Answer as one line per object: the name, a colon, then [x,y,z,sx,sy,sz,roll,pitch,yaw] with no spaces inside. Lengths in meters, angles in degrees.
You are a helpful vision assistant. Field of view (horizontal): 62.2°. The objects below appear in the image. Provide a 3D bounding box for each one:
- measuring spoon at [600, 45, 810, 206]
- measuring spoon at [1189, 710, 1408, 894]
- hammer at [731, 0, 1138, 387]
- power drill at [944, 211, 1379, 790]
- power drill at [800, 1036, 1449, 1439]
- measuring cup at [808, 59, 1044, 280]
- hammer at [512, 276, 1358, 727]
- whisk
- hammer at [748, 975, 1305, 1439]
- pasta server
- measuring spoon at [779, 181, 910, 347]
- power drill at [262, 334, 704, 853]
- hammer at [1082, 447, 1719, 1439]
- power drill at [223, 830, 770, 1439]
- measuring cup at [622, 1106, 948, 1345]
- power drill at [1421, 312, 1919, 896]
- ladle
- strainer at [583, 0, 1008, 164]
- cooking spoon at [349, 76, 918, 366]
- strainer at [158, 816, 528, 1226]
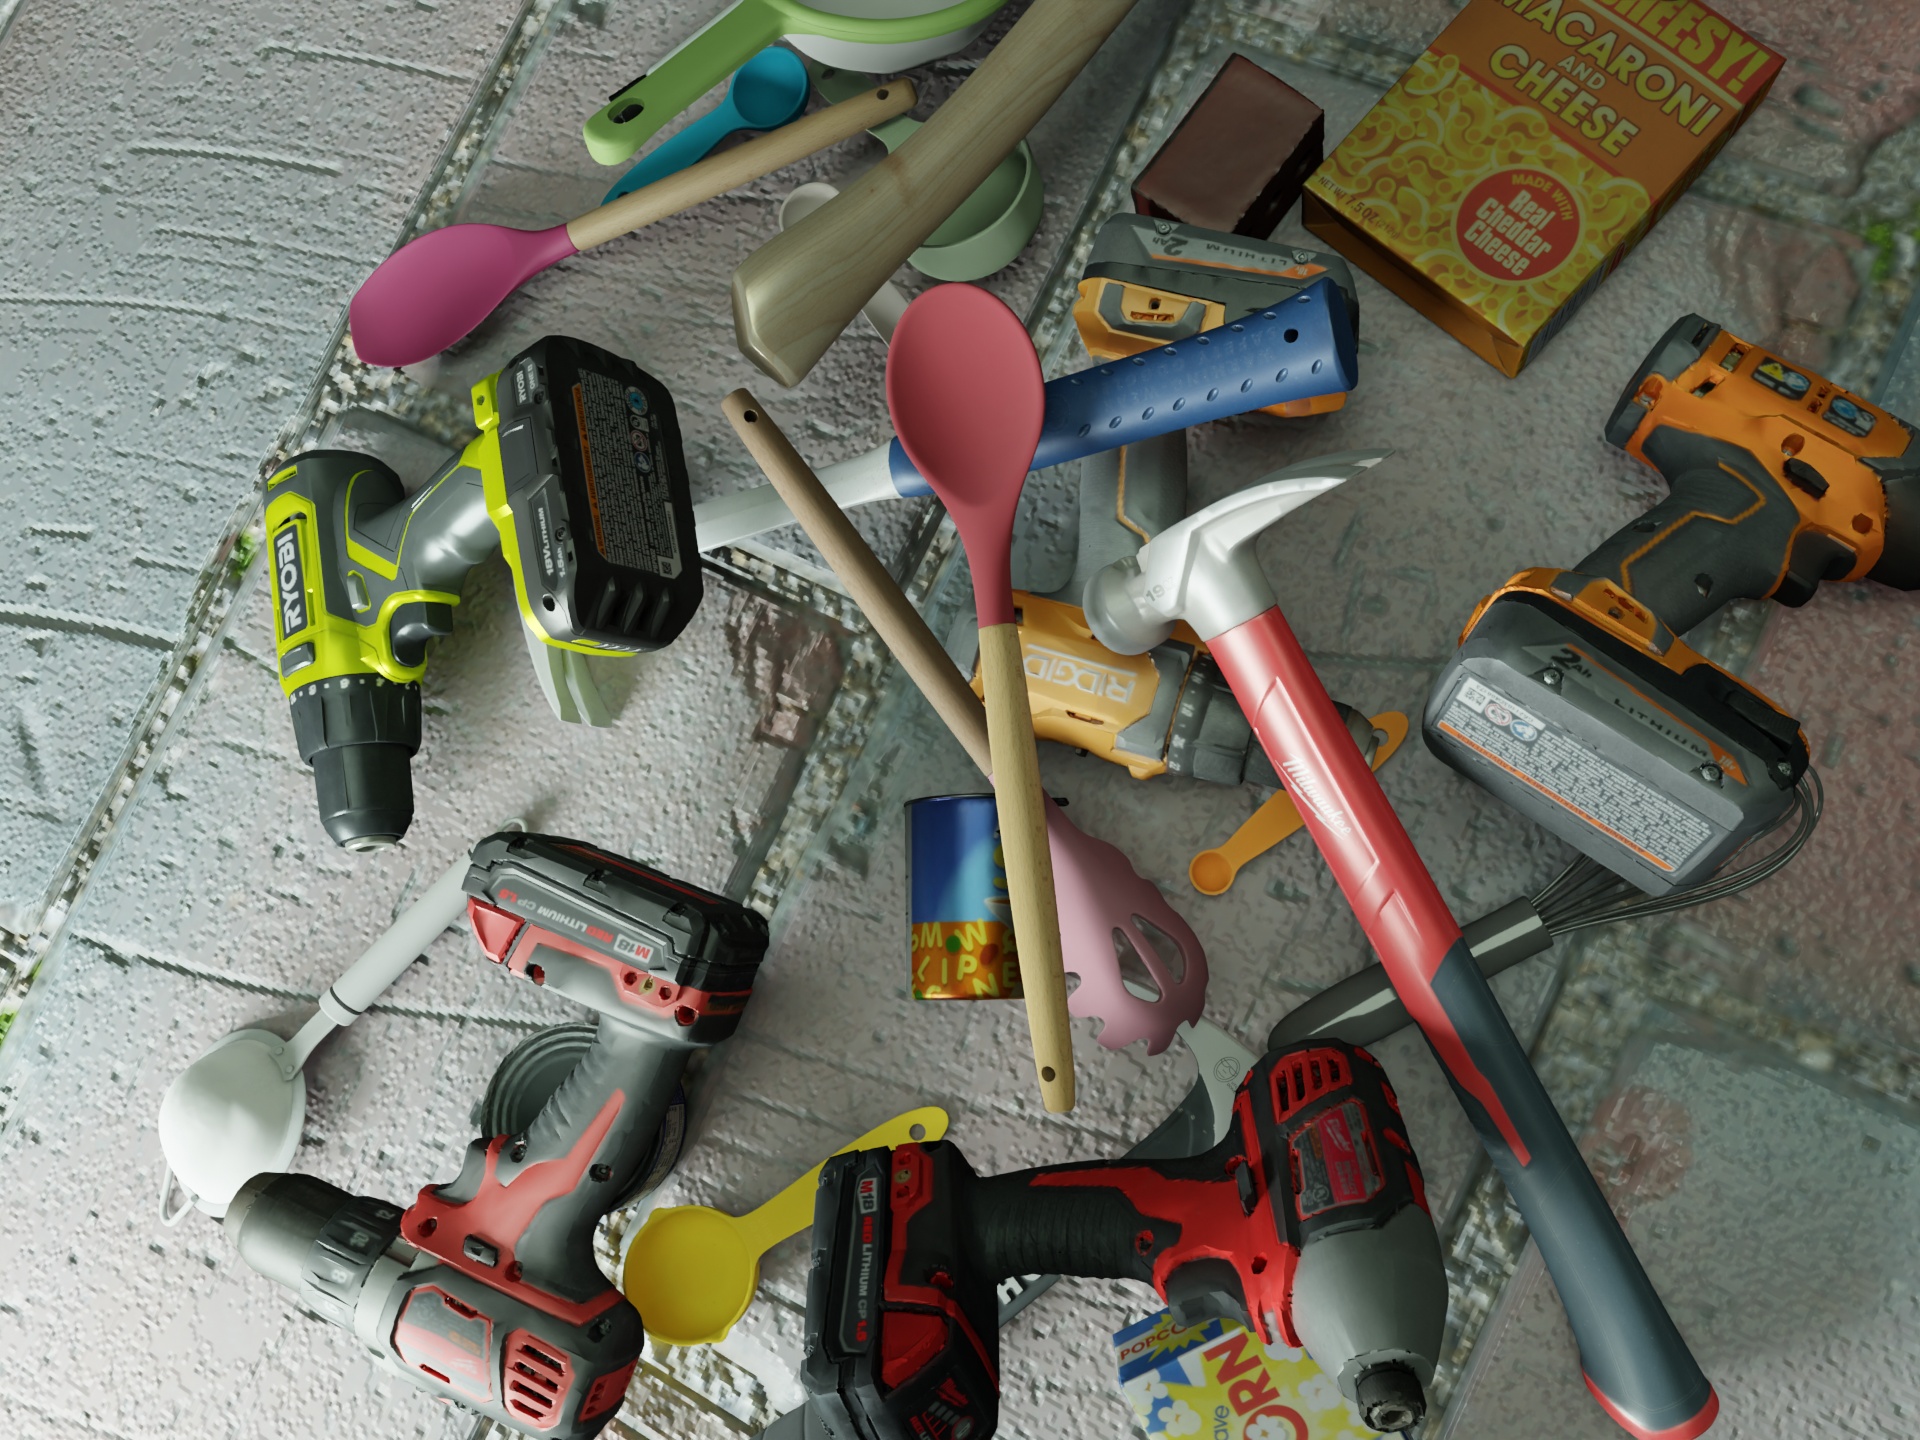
measuring spoon: [-0.128,-0.289,0.802,0.128,0.021,0.042,-32,75,14]
measuring spoon: [0.146,0.035,0.684,0.117,0.011,0.021,-39,72,-1]
hammer: [0.055,-0.301,0.698,0.146,0.038,0.410,42,84,-16]
power drill: [0.107,-0.084,0.679,0.185,0.084,0.226,17,88,15]
power drill: [0.060,0.200,0.569,0.219,0.078,0.143,-16,33,10]
measuring cup: [-0.023,-0.271,0.769,0.083,0.038,0.168,-41,58,1]
hammer: [-0.034,-0.099,0.676,0.405,0.035,0.144,-12,79,28]
whisk: [0.230,0.079,0.638,0.239,0.055,0.055,-30,75,9]
hammer: [-0.030,0.269,0.663,0.409,0.036,0.149,-39,73,3]
pasta server: [-0.001,-0.002,0.638,0.060,0.040,0.316,-35,86,-17]
measuring spoon: [-0.044,-0.208,0.769,0.034,0.018,0.124,-37,81,3]
power drill: [-0.227,-0.055,0.716,0.228,0.080,0.191,-20,74,32]
hammer: [0.185,0.090,0.581,0.038,0.143,0.386,-30,91,-36]
power drill: [-0.194,0.162,0.662,0.188,0.080,0.227,19,87,15]
measuring cup: [-0.072,0.214,0.692,0.156,0.029,0.062,-30,75,-7]
power drill: [0.295,-0.045,0.600,0.164,0.084,0.226,35,63,16]
ladle: [0.018,-0.010,0.606,0.069,0.031,0.315,-11,84,32]
strainer: [-0.071,-0.320,0.743,0.151,0.069,0.256,39,71,18]
cooking spoon: [-0.168,-0.248,0.786,0.319,0.017,0.069,-18,74,15]
strainer: [-0.297,0.138,0.744,0.258,0.050,0.087,-45,60,-3]
